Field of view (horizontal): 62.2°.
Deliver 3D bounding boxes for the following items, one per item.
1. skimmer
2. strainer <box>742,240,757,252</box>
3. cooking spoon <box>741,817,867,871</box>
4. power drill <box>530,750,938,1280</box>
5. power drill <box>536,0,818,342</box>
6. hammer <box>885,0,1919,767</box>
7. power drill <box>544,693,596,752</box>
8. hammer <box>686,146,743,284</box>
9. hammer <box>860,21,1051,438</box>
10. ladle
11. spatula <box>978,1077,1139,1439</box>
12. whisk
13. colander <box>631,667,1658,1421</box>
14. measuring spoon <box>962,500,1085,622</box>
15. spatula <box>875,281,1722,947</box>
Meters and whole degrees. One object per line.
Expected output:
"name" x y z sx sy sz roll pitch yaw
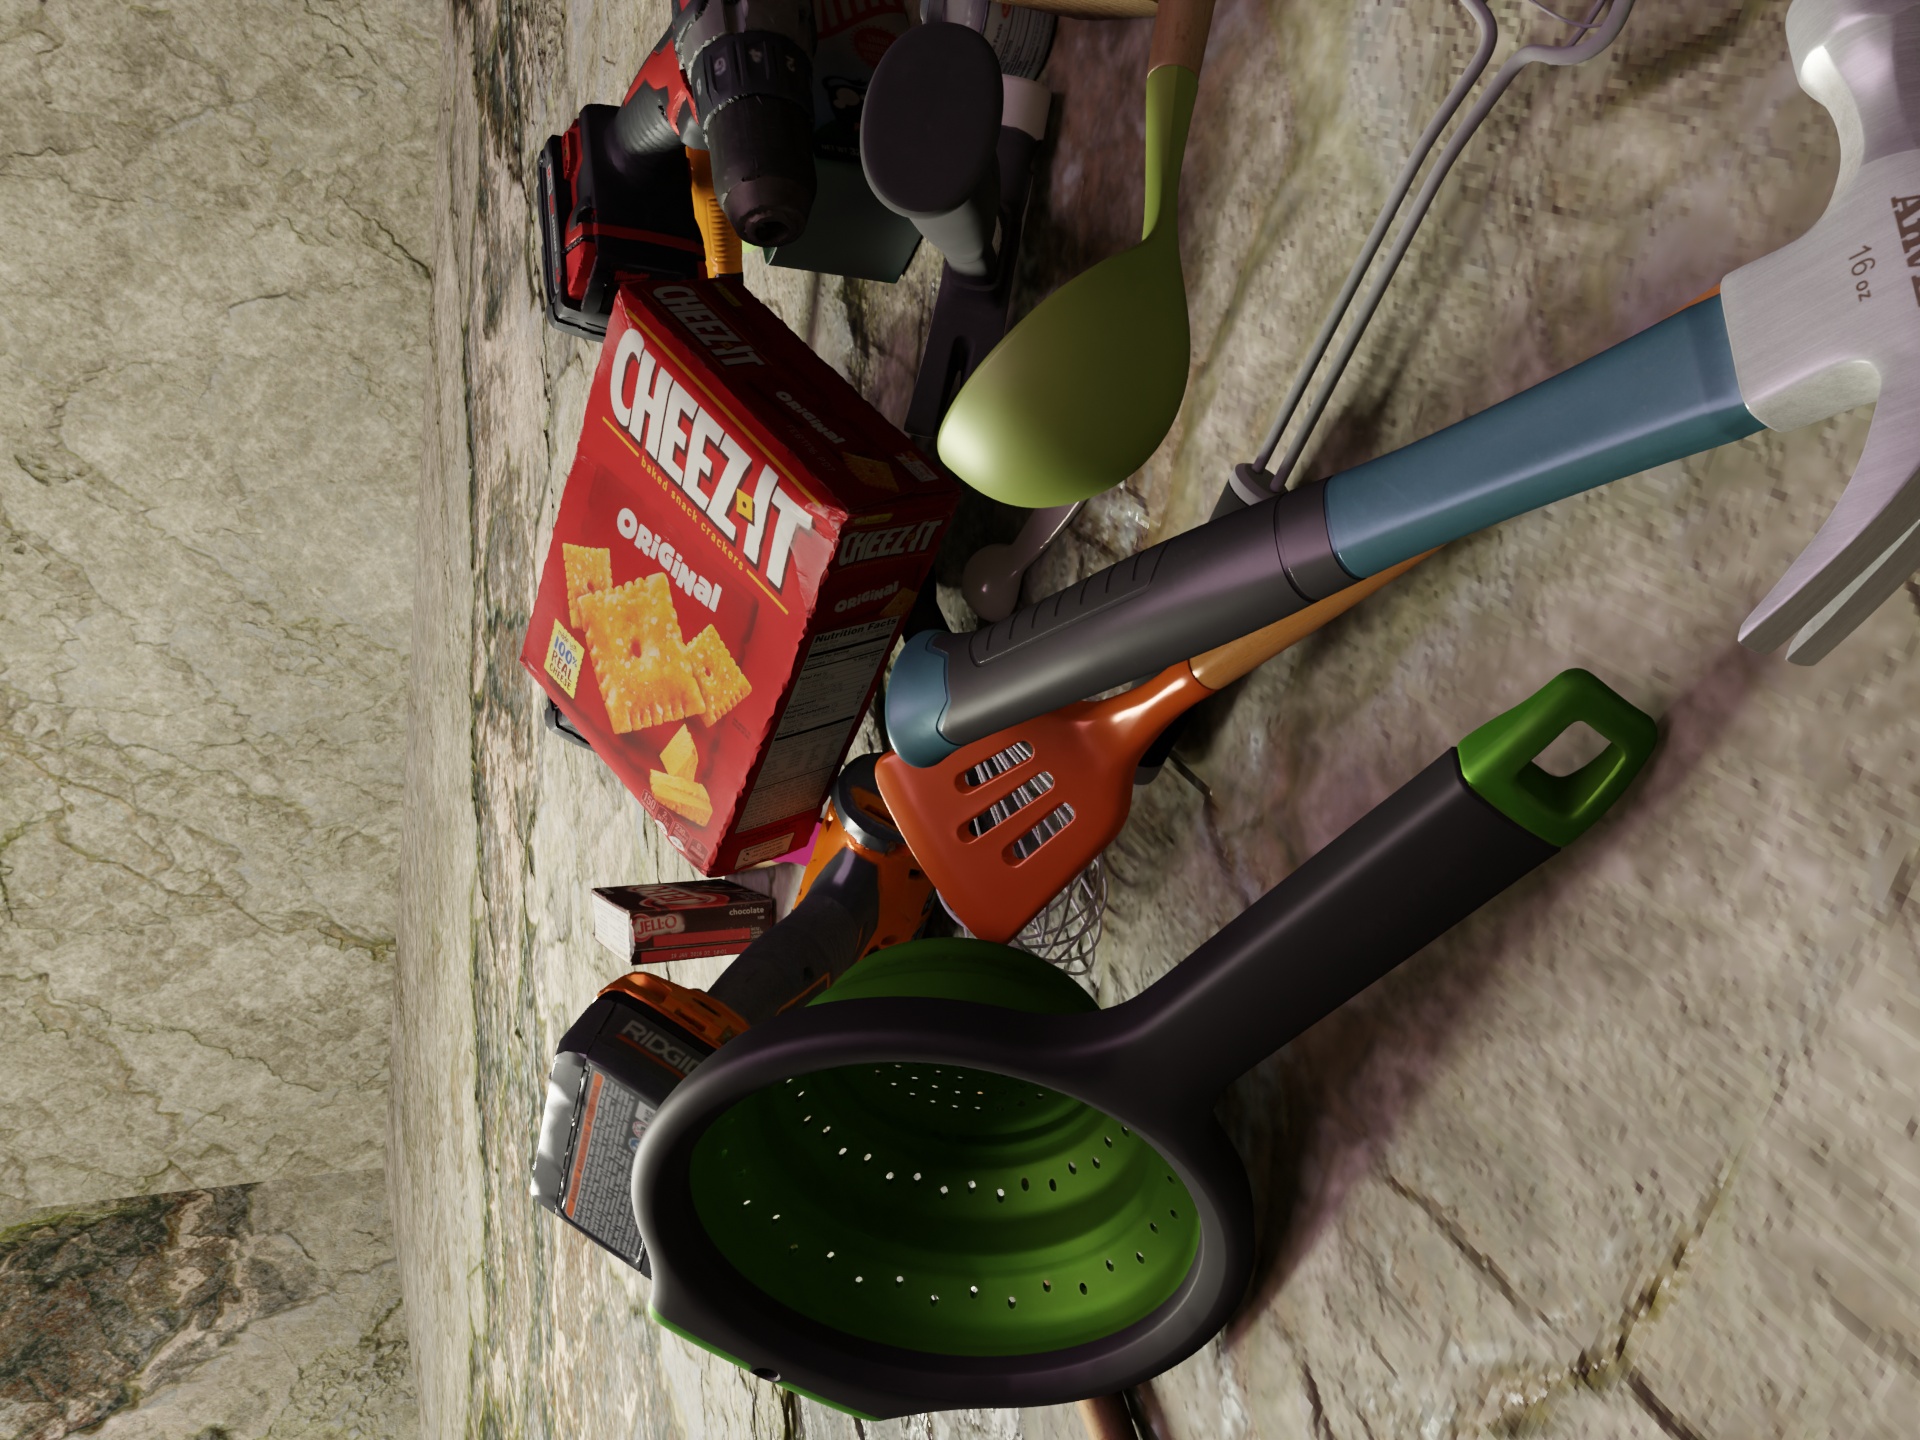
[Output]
"skimmer" 0.085 -0.117 0.446 0.127 0.090 0.363 -115 35 -42
"strainer" -0.137 -0.336 0.936 0.257 0.069 0.151 -117 37 -47
"cooking spoon" -0.111 0.075 0.918 0.017 0.068 0.319 -66 16 -16
"power drill" -0.084 0.129 0.694 0.084 0.226 0.164 29 129 12
"power drill" -0.129 -0.262 0.749 0.226 0.080 0.188 -36 58 54
"hammer" 0.089 -0.046 0.408 0.331 0.033 0.128 -22 66 47
"power drill" -0.128 -0.061 0.844 0.219 0.078 0.143 -27 56 39
"hammer" -0.139 -0.265 0.897 0.127 0.034 0.336 24 122 47
"hammer" 0.000 -0.158 0.513 0.335 0.035 0.146 -76 -3 -78
"ladle" 0.053 -0.210 0.460 0.078 0.062 0.320 97 -175 -75
"spatula" 0.048 0.266 0.581 0.082 0.044 0.318 110 149 -41
"whisk" 0.000 -0.002 0.676 0.285 0.070 0.070 -111 32 -46
"colander" 0.044 0.094 0.508 0.397 0.204 0.095 -46 20 33
"measuring spoon" 0.028 -0.081 0.650 0.124 0.018 0.034 -50 46 52
"spatula" 0.083 -0.022 0.464 0.081 0.041 0.322 57 138 5
